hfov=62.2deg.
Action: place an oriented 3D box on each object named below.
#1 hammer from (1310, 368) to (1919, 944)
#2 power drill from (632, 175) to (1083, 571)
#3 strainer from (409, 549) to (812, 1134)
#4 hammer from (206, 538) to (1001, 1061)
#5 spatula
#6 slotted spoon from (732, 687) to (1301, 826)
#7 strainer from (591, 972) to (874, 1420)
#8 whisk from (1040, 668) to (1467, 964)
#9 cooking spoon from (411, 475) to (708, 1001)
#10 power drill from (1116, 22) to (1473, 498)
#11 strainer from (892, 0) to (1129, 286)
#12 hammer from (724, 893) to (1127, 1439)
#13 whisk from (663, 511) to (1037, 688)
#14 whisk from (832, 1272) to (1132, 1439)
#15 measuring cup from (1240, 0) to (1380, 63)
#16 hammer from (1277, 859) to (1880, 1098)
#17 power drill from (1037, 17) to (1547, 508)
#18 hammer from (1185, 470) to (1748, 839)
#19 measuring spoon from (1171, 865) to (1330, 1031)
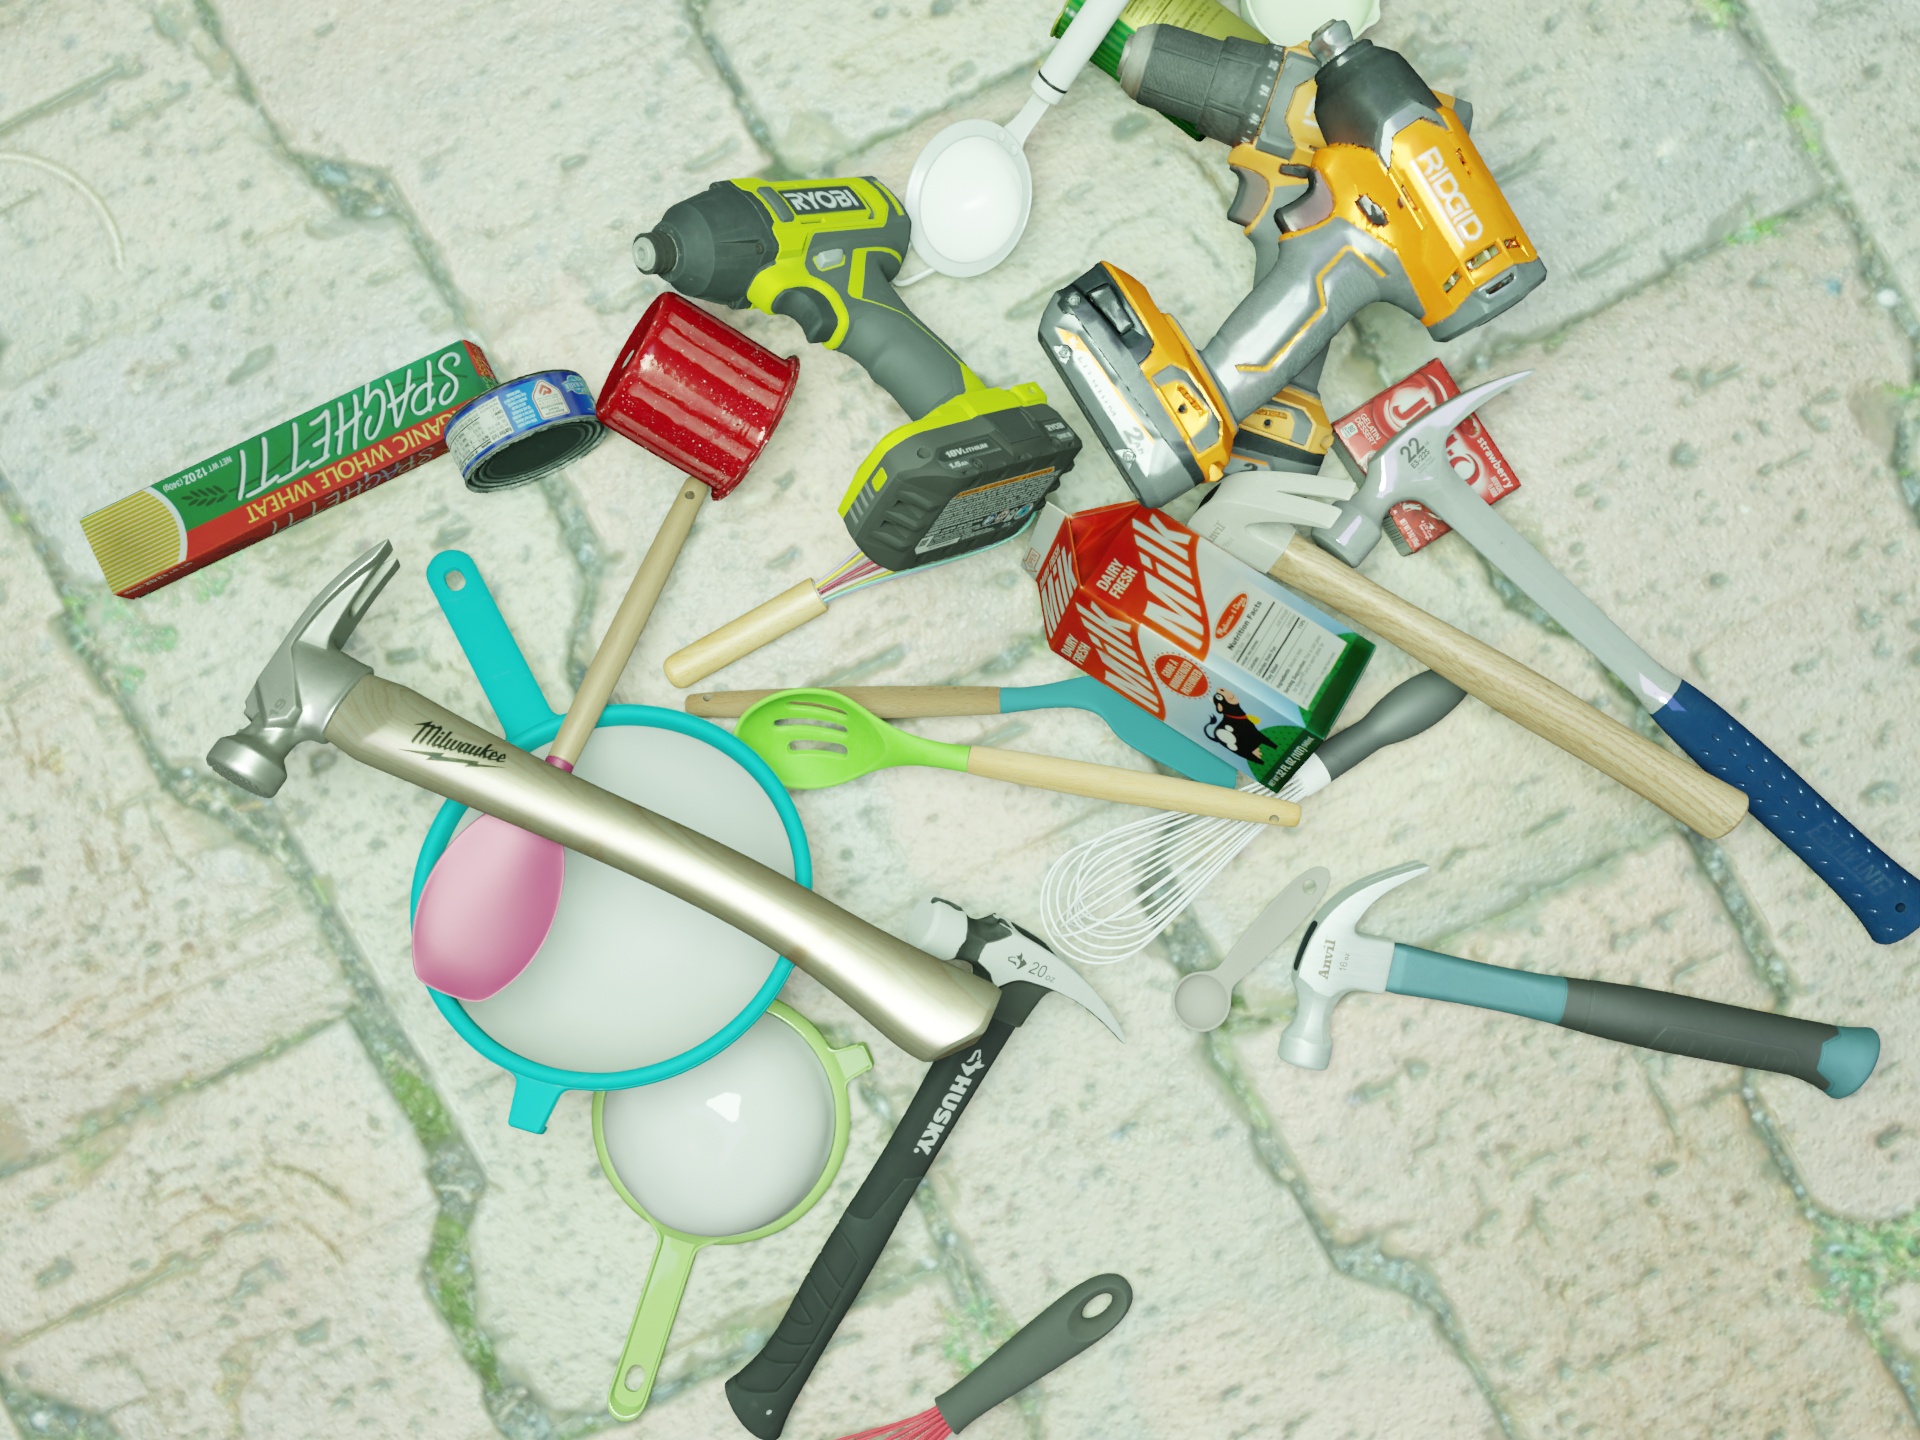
[{"bbox_3d":[0.391,-0.025,0.890,0.405,0.035,0.144,41,92,-5],"label":"hammer"},{"bbox_3d":[-0.055,-0.192,0.833,0.223,0.171,0.080,53,135,14],"label":"power drill"},{"bbox_3d":[-0.216,0.054,0.898,0.211,0.095,0.341,-28,69,-12],"label":"strainer"},{"bbox_3d":[-0.165,0.052,0.816,0.410,0.038,0.146,26,68,3],"label":"hammer"},{"bbox_3d":[-0.001,-0.003,0.910,0.317,0.044,0.082,0,52,8],"label":"spatula"},{"bbox_3d":[0.030,0.027,0.878,0.314,0.031,0.070,9,126,6],"label":"slotted spoon"},{"bbox_3d":[-0.156,0.281,0.899,0.151,0.069,0.256,18,89,0],"label":"strainer"},{"bbox_3d":[0.171,0.048,0.903,0.284,0.070,0.070,-31,90,-4],"label":"whisk"},{"bbox_3d":[-0.205,0.000,0.859,0.069,0.017,0.319,21,69,1],"label":"cooking spoon"},{"bbox_3d":[0.148,-0.250,0.860,0.185,0.084,0.226,19,107,0],"label":"power drill"},{"bbox_3d":[0.045,-0.336,0.864,0.087,0.050,0.258,54,127,17],"label":"strainer"},{"bbox_3d":[-0.036,0.265,0.899,0.146,0.035,0.335,26,98,-26],"label":"hammer"},{"bbox_3d":[-0.060,-0.080,0.913,0.245,0.047,0.051,-28,78,5],"label":"whisk"},{"bbox_3d":[-0.024,0.409,0.907,0.296,0.073,0.073,-35,90,-6],"label":"whisk"},{"bbox_3d":[0.217,-0.451,0.908,0.083,0.038,0.167,26,89,1],"label":"measuring cup"},{"bbox_3d":[0.356,0.165,0.911,0.331,0.033,0.128,11,92,0],"label":"hammer"},{"bbox_3d":[0.152,-0.225,0.789,0.226,0.084,0.164,-32,96,7],"label":"power drill"},{"bbox_3d":[0.272,-0.033,0.854,0.331,0.130,0.031,31,69,2],"label":"hammer"},{"bbox_3d":[0.169,0.130,0.925,0.124,0.018,0.034,-45,90,-6],"label":"measuring spoon"}]
